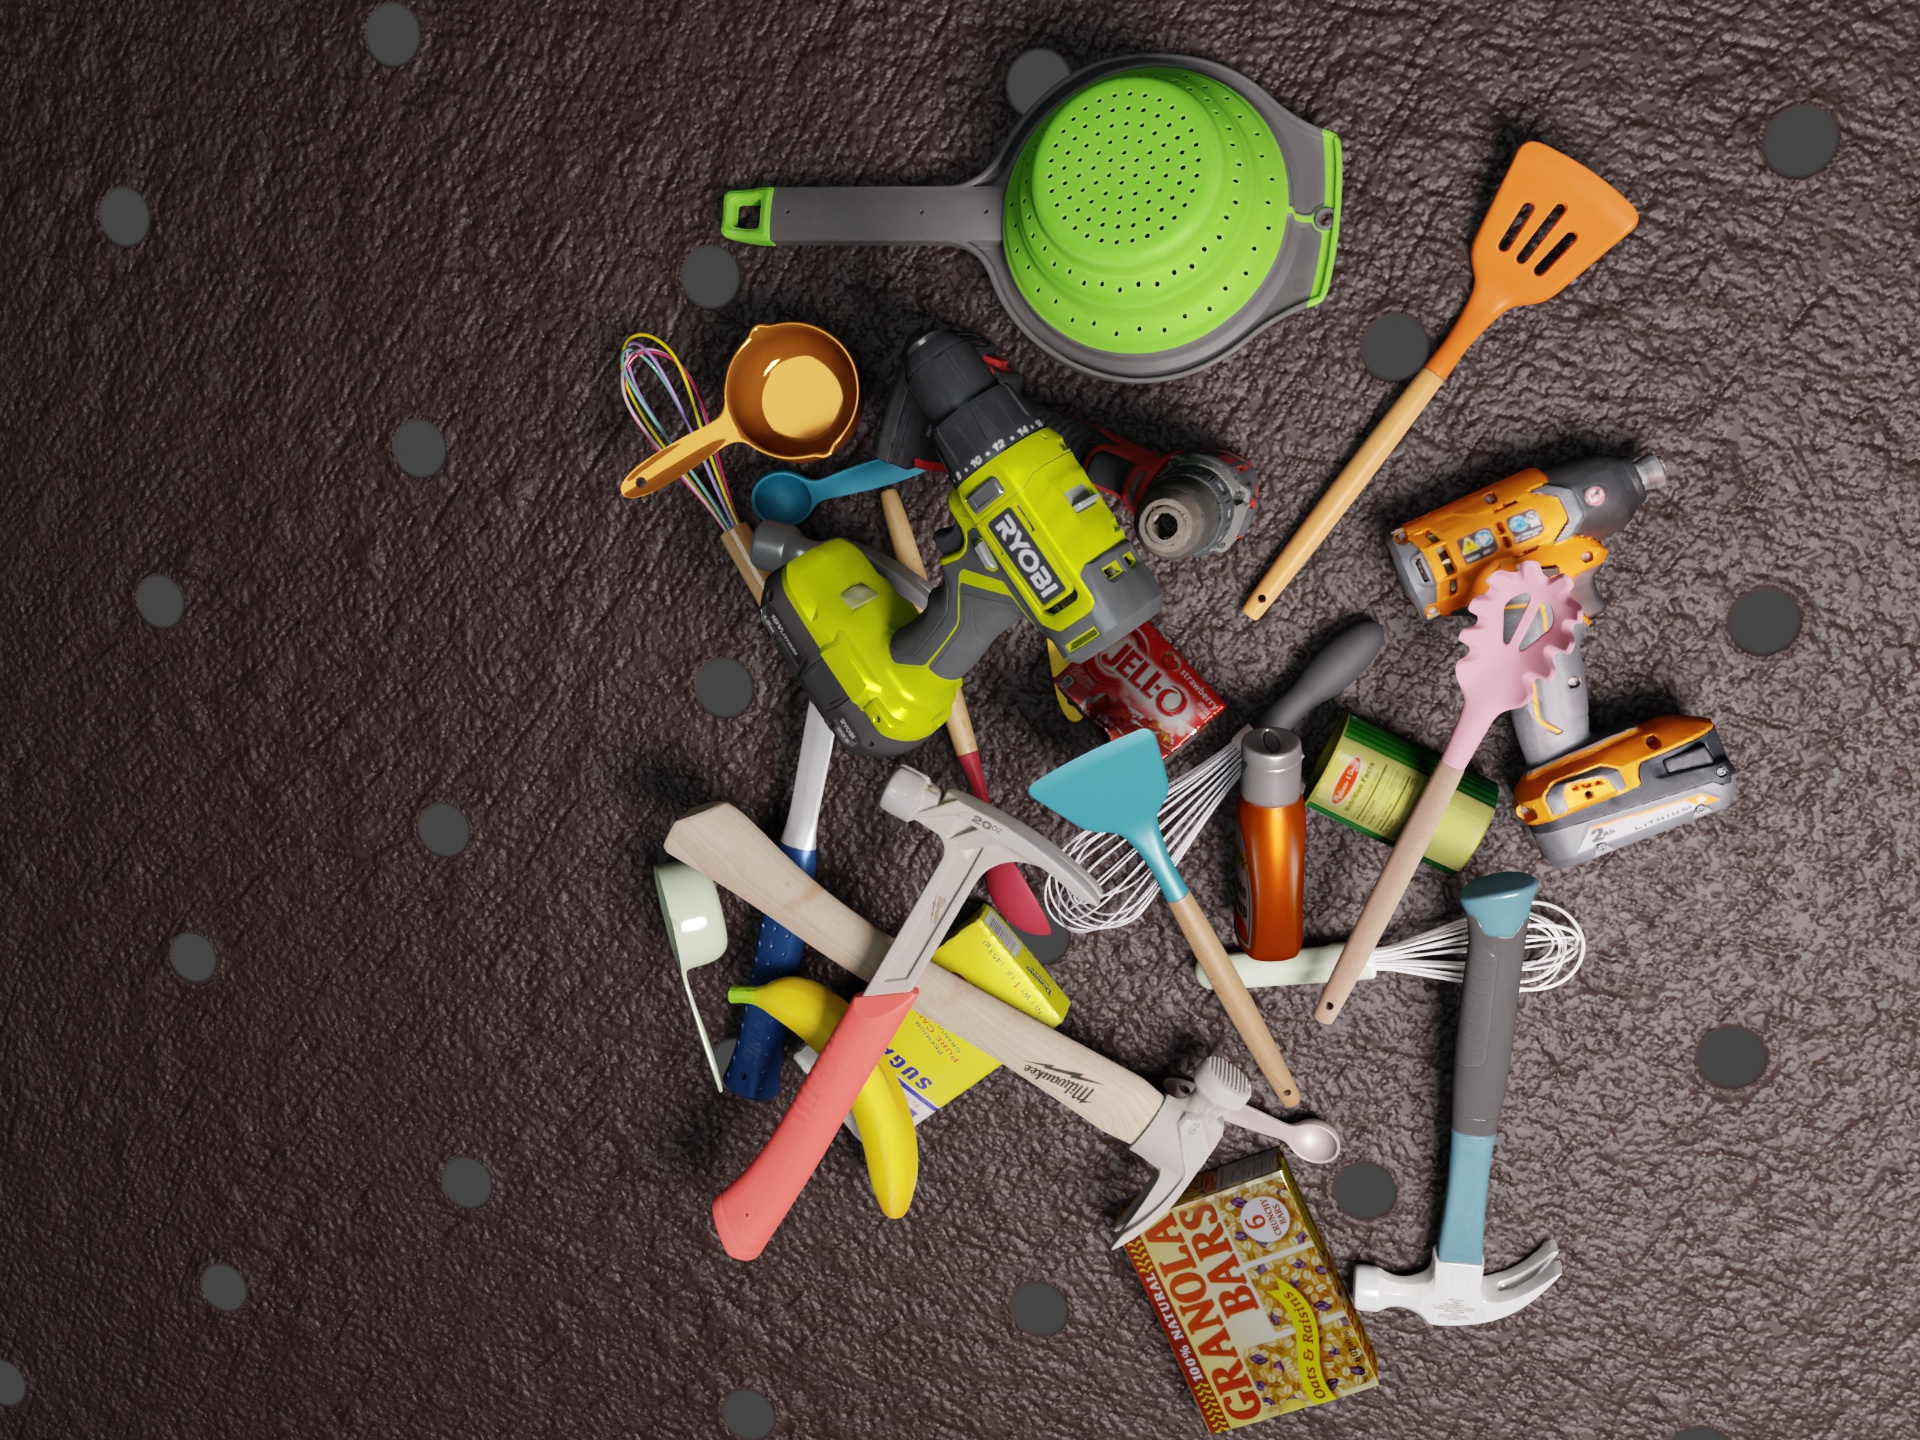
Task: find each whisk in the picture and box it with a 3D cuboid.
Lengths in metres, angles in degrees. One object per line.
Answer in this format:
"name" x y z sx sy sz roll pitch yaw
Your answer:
"whisk" 0.166 0.038 1.030 0.284 0.070 0.070 -44 89 10
"whisk" -0.163 -0.150 1.074 0.047 0.051 0.245 -28 96 10
"whisk" 0.275 0.154 1.033 0.246 0.057 0.059 -7 64 16

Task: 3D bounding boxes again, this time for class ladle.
"ladle" -0.002 -0.003 1.062 0.031 0.069 0.315 -17 90 -10

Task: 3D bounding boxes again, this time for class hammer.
"hammer" -0.020 0.188 1.052 0.410 0.038 0.146 32 107 2
"hammer" 0.325 0.247 1.008 0.128 0.033 0.330 3 112 11
"hammer" -0.056 0.210 1.026 0.149 0.037 0.359 31 107 4
"hammer" -0.104 0.076 1.082 0.144 0.035 0.405 17 108 14

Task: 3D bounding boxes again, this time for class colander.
"colander" 0.025 -0.317 0.963 0.397 0.094 0.204 5 89 15

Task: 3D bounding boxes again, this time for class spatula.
"spatula" 0.274 -0.192 0.972 0.081 0.041 0.322 37 106 3
"spatula" 0.148 0.136 1.007 0.082 0.044 0.317 -27 112 10

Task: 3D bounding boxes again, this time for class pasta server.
"pasta server" 0.278 0.051 0.943 0.060 0.040 0.316 28 111 18

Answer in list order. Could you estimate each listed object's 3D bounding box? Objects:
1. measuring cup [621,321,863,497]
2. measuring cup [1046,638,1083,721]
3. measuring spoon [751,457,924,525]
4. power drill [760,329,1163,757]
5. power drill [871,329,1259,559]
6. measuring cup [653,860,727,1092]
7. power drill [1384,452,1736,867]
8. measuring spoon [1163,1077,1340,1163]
"measuring cup" -0.143 -0.192 1.044 0.173 0.052 0.095 -29 92 6
"measuring cup" 0.061 -0.074 1.043 0.062 0.029 0.156 -9 97 14
"measuring spoon" -0.078 -0.164 1.067 0.128 0.021 0.042 -15 128 6
"power drill" -0.015 -0.092 0.906 0.228 0.080 0.190 -34 90 44
"power drill" 0.065 -0.157 0.951 0.227 0.188 0.080 24 110 11
"measuring cup" -0.176 0.177 1.115 0.038 0.083 0.167 -16 96 -15
"power drill" 0.376 -0.044 0.956 0.164 0.084 0.226 -25 89 15
"measuring spoon" 0.198 0.265 1.082 0.124 0.018 0.034 19 125 15
